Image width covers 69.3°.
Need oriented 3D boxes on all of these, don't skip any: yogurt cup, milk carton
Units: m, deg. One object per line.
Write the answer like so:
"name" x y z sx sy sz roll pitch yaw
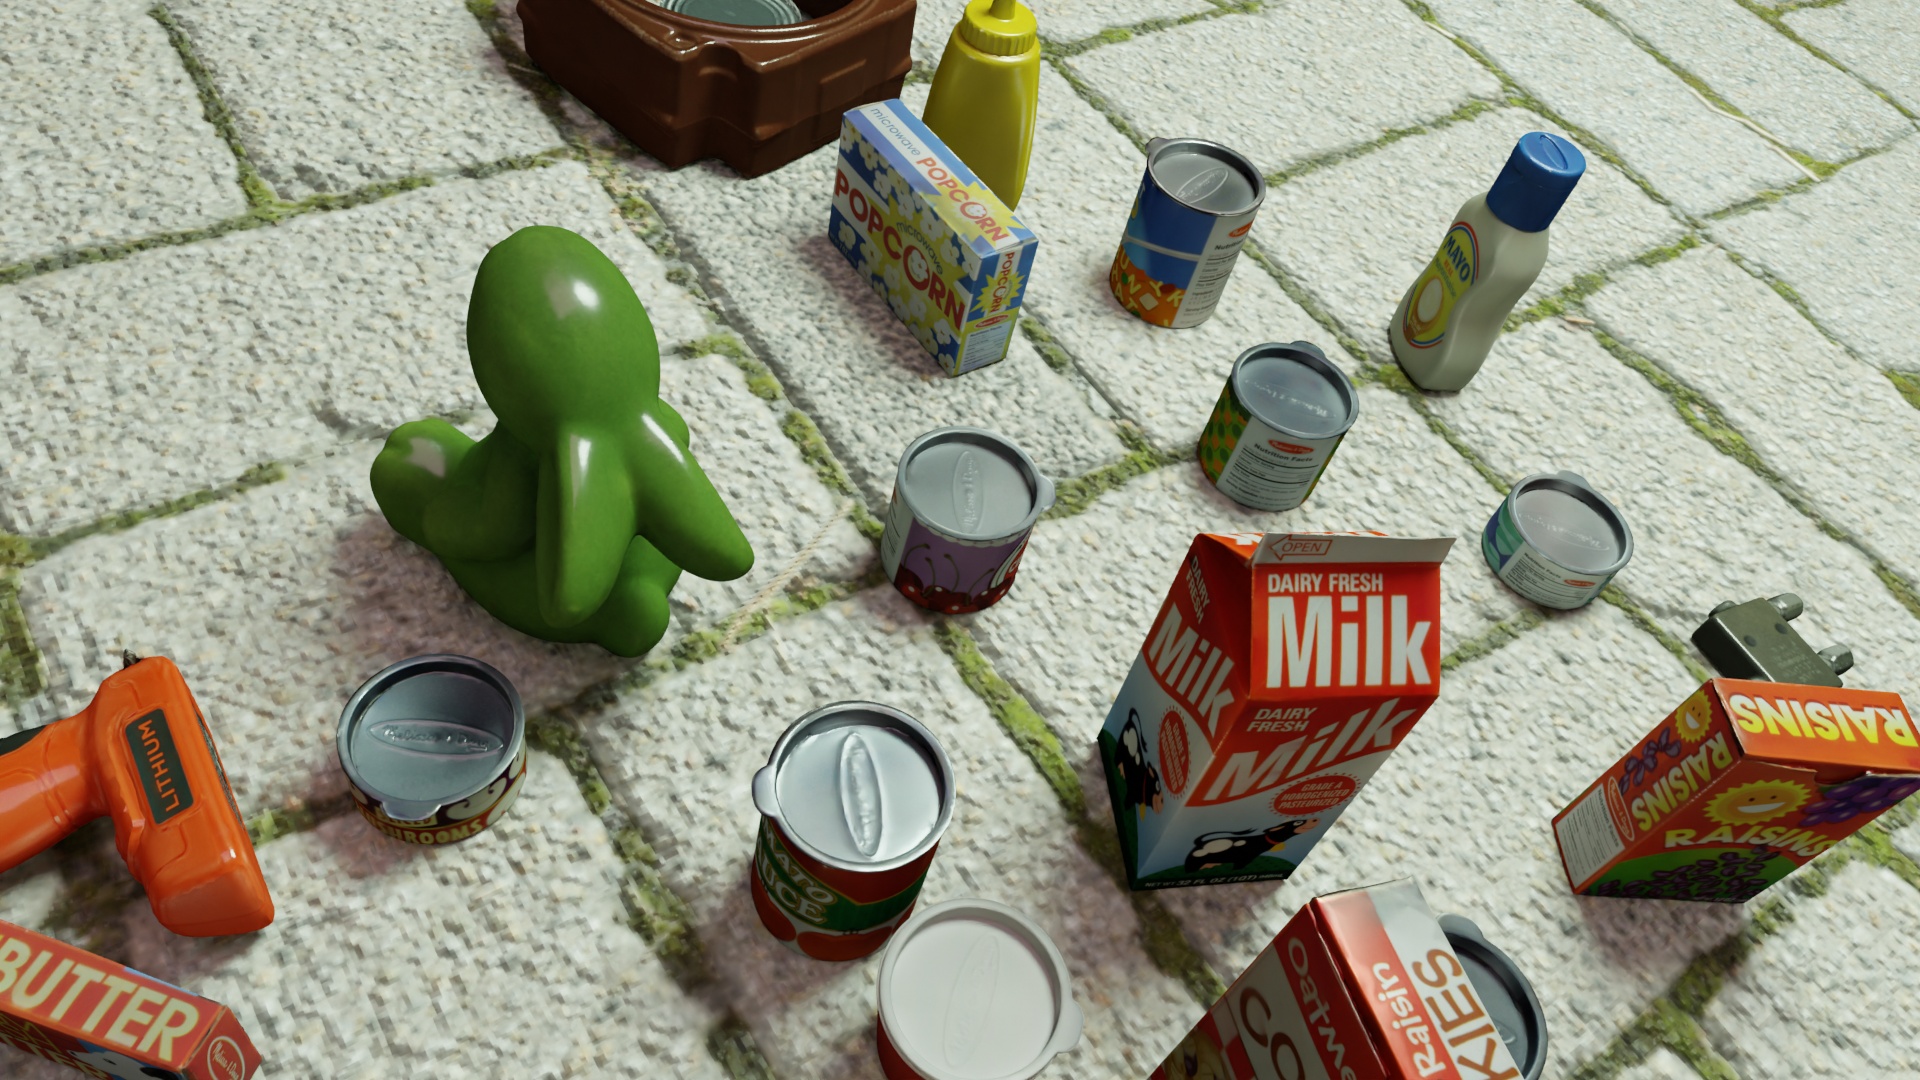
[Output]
"yogurt cup" 0.001 0.168 0.491 0.072 0.053 0.073 7 51 -8
"milk carton" 0.113 0.057 0.520 0.072 0.189 0.074 0 52 -13

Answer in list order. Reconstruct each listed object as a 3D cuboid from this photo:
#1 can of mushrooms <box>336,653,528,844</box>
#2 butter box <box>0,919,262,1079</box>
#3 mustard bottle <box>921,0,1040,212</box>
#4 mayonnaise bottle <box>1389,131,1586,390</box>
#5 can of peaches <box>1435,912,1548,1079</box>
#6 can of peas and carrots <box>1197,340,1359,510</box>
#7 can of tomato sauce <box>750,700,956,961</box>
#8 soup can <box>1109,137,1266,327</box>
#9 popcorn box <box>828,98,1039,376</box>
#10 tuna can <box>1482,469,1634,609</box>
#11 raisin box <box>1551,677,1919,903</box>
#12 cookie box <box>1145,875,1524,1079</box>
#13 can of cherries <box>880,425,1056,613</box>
"can of mushrooms" -0.200 0.081 0.527 0.071 0.033 0.071 7 51 -8
"butter box" -0.280 0.149 0.440 0.103 0.052 0.024 19 50 2
"mustard bottle" 0.014 -0.242 0.756 0.065 0.159 0.049 7 51 -8
"mayonnaise bottle" 0.285 -0.152 0.757 0.041 0.147 0.065 0 52 -13
"can of peaches" 0.174 0.183 0.519 0.071 0.057 0.071 7 51 -8
"can of peas and carrots" 0.162 -0.060 0.711 0.071 0.058 0.071 7 51 -8
"can of tomato sauce" -0.043 0.109 0.510 0.071 0.082 0.071 7 51 -8
"soup can" 0.123 -0.172 0.777 0.071 0.083 0.072 7 51 -8
"popcorn box" -0.019 -0.160 0.732 0.038 0.084 0.127 -25 61 -29
"tuna can" 0.307 -0.001 0.716 0.071 0.032 0.071 7 51 -8
"raisin box" 0.317 0.107 0.572 0.086 0.122 0.040 6 51 -9
"cookie box" 0.117 0.196 0.424 0.040 0.166 0.123 -9 55 -20
"can of cherries" 0.002 -0.008 0.631 0.071 0.058 0.072 7 51 -8
